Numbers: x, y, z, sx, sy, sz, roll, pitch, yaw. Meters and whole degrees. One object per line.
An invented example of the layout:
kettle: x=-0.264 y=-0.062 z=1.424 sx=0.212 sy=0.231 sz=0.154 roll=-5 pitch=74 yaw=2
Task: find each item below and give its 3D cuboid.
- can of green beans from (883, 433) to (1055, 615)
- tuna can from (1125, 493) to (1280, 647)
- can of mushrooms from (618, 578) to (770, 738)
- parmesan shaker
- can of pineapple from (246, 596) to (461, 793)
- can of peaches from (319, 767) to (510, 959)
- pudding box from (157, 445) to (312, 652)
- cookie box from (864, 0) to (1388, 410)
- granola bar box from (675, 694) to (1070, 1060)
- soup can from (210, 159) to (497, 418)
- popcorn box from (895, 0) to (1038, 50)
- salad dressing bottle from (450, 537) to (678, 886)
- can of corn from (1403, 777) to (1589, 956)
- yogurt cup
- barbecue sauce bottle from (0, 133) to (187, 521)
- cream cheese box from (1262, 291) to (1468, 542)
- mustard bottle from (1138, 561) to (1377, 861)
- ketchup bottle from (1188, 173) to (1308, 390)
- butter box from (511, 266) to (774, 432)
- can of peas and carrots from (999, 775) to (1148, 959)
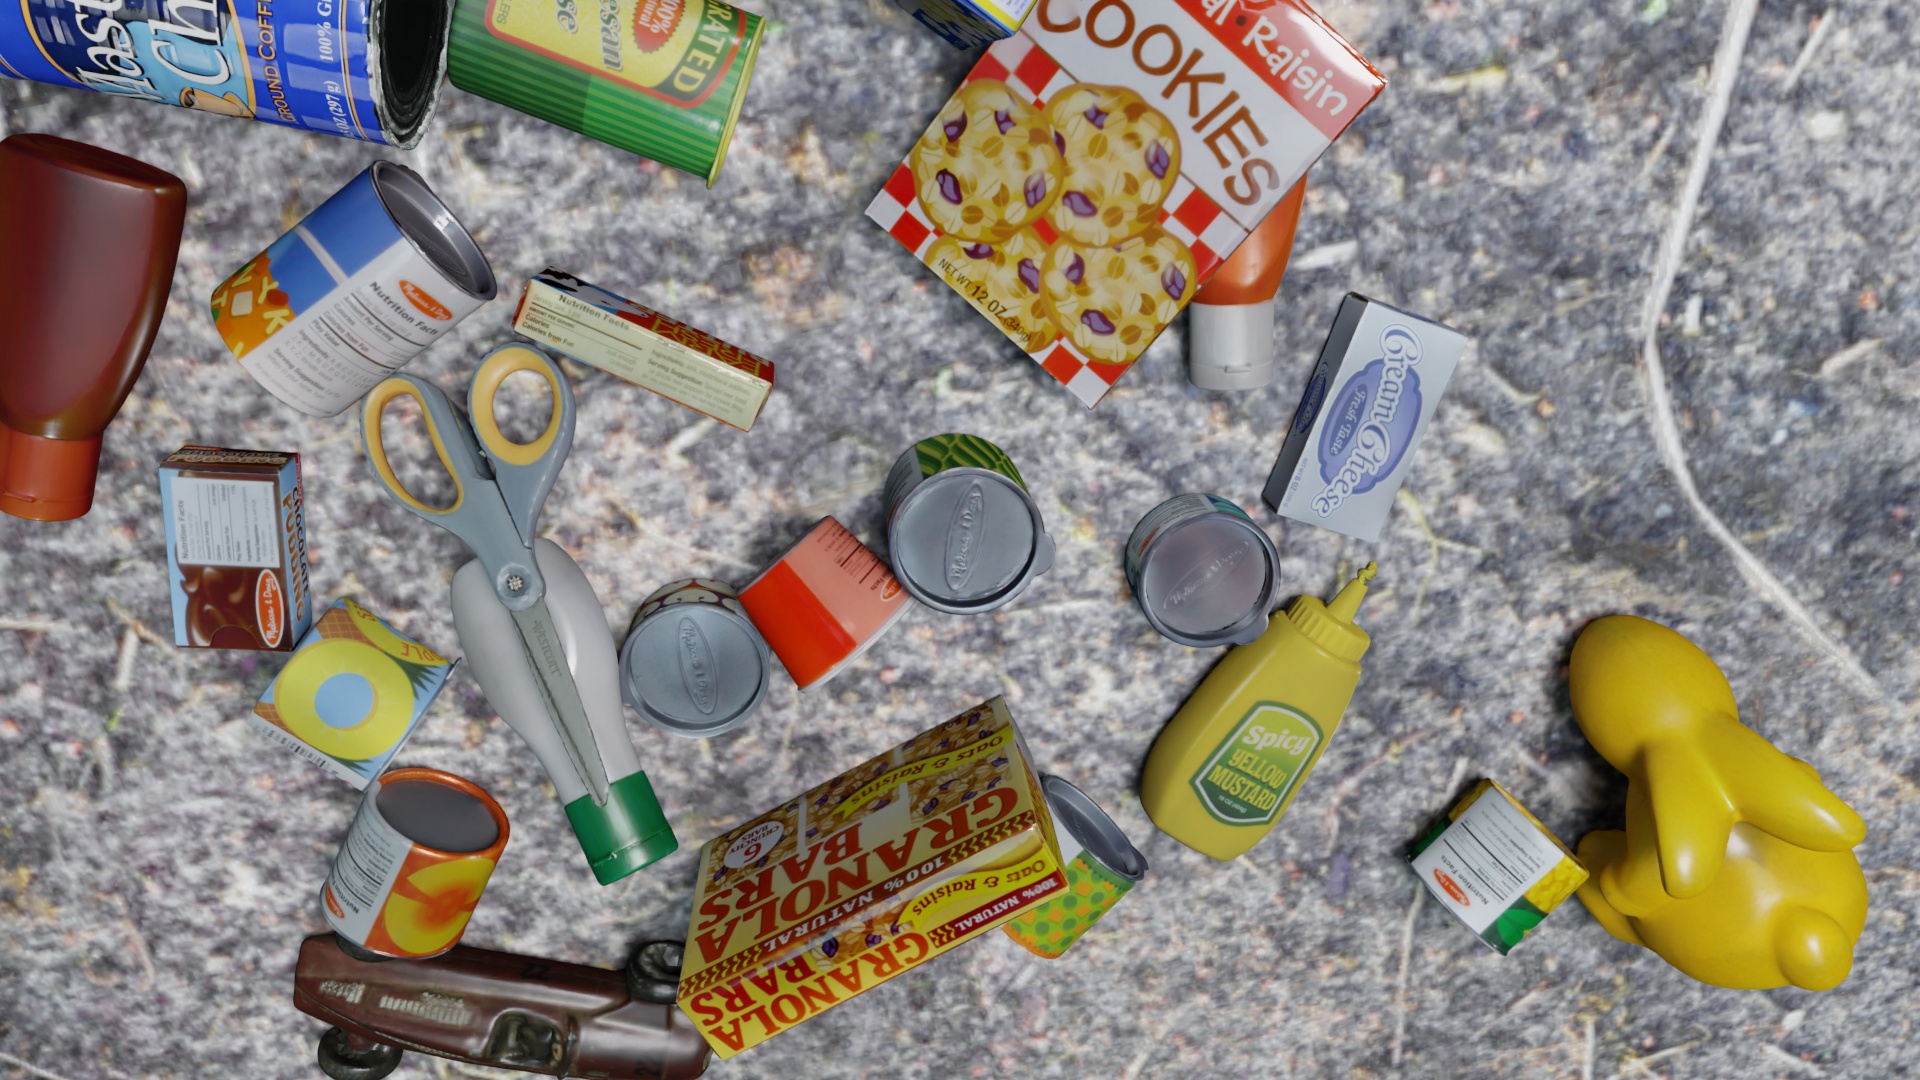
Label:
can of green beans: x=0.000 y=-0.008 z=0.608 sx=0.071 sy=0.058 sz=0.071 roll=-2 pitch=109 yaw=-5
tuna can: x=0.113 y=0.015 z=0.641 sx=0.071 sy=0.033 sz=0.070 roll=-2 pitch=109 yaw=-5
can of mushrooms: x=-0.122 y=0.053 z=0.629 sx=0.071 sy=0.033 sz=0.070 roll=-2 pitch=110 yaw=-6
parmesan shaker: x=-0.134 y=-0.183 z=0.527 sx=0.103 sy=0.071 sz=0.071 roll=18 pitch=107 yaw=-12
can of pineapple: x=-0.262 y=0.065 z=0.602 sx=0.058 sy=0.071 sz=0.071 roll=36 pitch=102 yaw=-16
can of peaches: x=-0.245 y=0.145 z=0.633 sx=0.071 sy=0.071 sz=0.058 roll=25 pitch=105 yaw=-14
pudding box: x=-0.309 y=0.004 z=0.594 sx=0.050 sy=0.030 sz=0.083 roll=2 pitch=109 yaw=-8
cookie box: x=0.062 y=-0.154 z=0.542 sx=0.123 sy=0.040 sz=0.167 roll=41 pitch=114 yaw=-4
granola bar box: x=-0.039 y=0.146 z=0.622 sx=0.165 sy=0.124 sz=0.039 roll=-27 pitch=109 yaw=4
soup can: x=-0.239 y=-0.100 z=0.549 sx=0.083 sy=0.071 sz=0.071 roll=-35 pitch=109 yaw=7
popcorn box: x=-0.015 y=-0.218 z=0.498 sx=0.085 sy=0.127 sz=0.038 roll=32 pitch=101 yaw=-16
salad dressing bottle: x=-0.168 y=0.073 z=0.595 sx=0.064 sy=0.044 sz=0.147 roll=-28 pitch=84 yaw=24
can of corn: x=0.267 y=0.162 z=0.693 sx=0.071 sy=0.071 sz=0.058 roll=39 pitch=101 yaw=-17
yogurt cup: x=-0.061 y=0.026 z=0.610 sx=0.072 sy=0.072 sz=0.054 roll=-40 pitch=96 yaw=8
barbecue sauce bottle: x=-0.356 y=-0.081 z=0.553 sx=0.065 sy=0.044 sz=0.148 roll=17 pitch=107 yaw=-11
cream cheese box: x=0.182 y=-0.055 z=0.629 sx=0.053 sy=0.024 sz=0.103 roll=16 pitch=107 yaw=-13
mustard bottle: x=0.149 y=0.076 z=0.658 sx=0.065 sy=0.049 sz=0.160 roll=28 pitch=104 yaw=-16
ketchup bottle: x=0.114 y=-0.139 z=0.583 sx=0.065 sy=0.044 sz=0.148 roll=-3 pitch=110 yaw=1
butter box: x=-0.128 y=-0.079 z=0.573 sx=0.103 sy=0.053 sz=0.024 roll=23 pitch=103 yaw=-14
can of peas and carrots: x=0.046 y=0.158 z=0.667 sx=0.071 sy=0.071 sz=0.058 roll=40 pitch=102 yaw=-17
